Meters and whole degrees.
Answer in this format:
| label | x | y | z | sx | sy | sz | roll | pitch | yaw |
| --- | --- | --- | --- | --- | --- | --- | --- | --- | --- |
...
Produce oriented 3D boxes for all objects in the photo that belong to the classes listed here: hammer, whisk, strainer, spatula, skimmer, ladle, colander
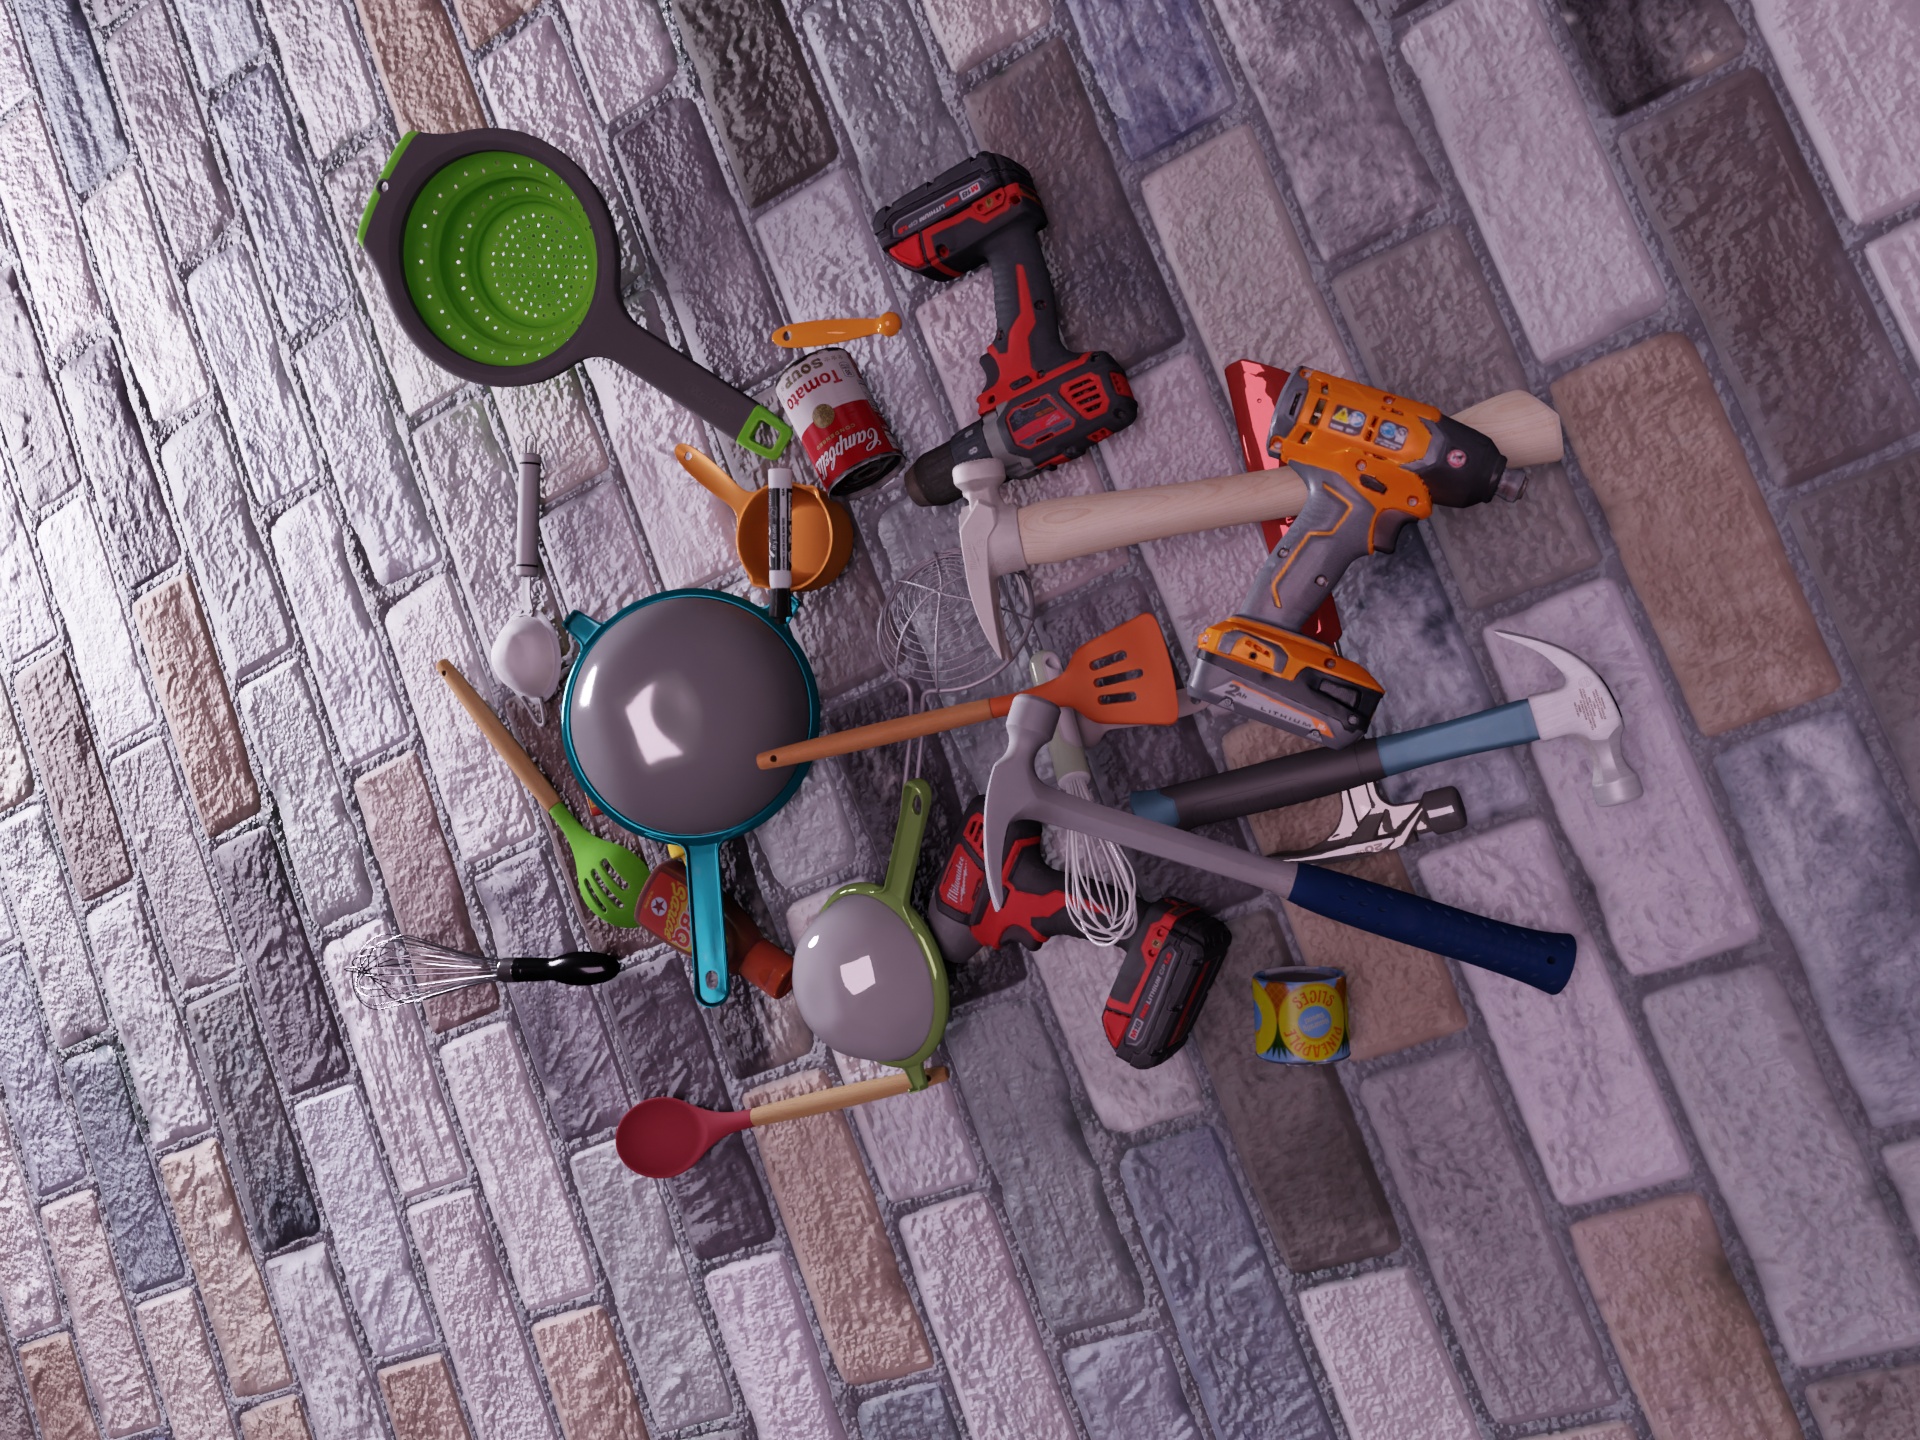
| label | x | y | z | sx | sy | sz | roll | pitch | yaw |
| --- | --- | --- | --- | --- | --- | --- | --- | --- | --- |
| hammer | 0.209 | 0.110 | 1.063 | 0.405 | 0.035 | 0.144 | 17 | 80 | 0 |
| whisk | -0.431 | 0.225 | 1.427 | 0.284 | 0.070 | 0.070 | -4 | 91 | 20 |
| hammer | 0.199 | -0.144 | 1.096 | 0.410 | 0.038 | 0.146 | -9 | 89 | 18 |
| strainer | -0.384 | -0.124 | 1.398 | 0.087 | 0.050 | 0.258 | 1 | 89 | 38 |
| hammer | 0.238 | -0.078 | 1.126 | 0.149 | 0.036 | 0.359 | -16 | 86 | 24 |
| spatula | -0.002 | -0.004 | 1.162 | 0.322 | 0.041 | 0.081 | -13 | 91 | 13 |
| skimmer | -0.021 | 0.046 | 1.250 | 0.127 | 0.090 | 0.363 | 17 | 109 | 28 |
| hammer | 0.273 | 0.030 | 1.080 | 0.331 | 0.033 | 0.128 | -16 | 87 | 24 |
| strainer | -0.072 | 0.160 | 1.206 | 0.152 | 0.069 | 0.256 | 34 | 124 | 34 |
| ladle | -0.150 | 0.324 | 1.321 | 0.315 | 0.031 | 0.069 | -18 | 88 | 22 |
| whisk | 0.084 | 0.050 | 1.150 | 0.059 | 0.057 | 0.247 | -47 | 44 | 42 |
| colander | -0.304 | -0.340 | 1.336 | 0.397 | 0.094 | 0.204 | 33 | 105 | 0 |
| strainer | -0.213 | 0.056 | 1.250 | 0.211 | 0.095 | 0.340 | -5 | 83 | -1 |

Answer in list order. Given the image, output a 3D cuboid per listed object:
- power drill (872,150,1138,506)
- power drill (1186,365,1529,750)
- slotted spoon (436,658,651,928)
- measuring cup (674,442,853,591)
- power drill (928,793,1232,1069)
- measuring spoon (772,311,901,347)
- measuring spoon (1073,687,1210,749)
| label | x | y | z | sx | sy | sz | roll | pitch | yaw |
| --- | --- | --- | --- | --- | --- | --- | --- | --- | --- |
| power drill | 0.012 | -0.285 | 1.197 | 0.188 | 0.080 | 0.227 | -23 | 86 | 23 |
| power drill | 0.253 | -0.098 | 1.023 | 0.164 | 0.084 | 0.226 | 21 | 95 | 15 |
| slotted spoon | -0.374 | 0.060 | 1.408 | 0.070 | 0.031 | 0.314 | -47 | 73 | 19 |
| measuring cup | -0.160 | -0.172 | 1.290 | 0.174 | 0.052 | 0.095 | 40 | 107 | 19 |
| power drill | 0.076 | 0.162 | 1.189 | 0.220 | 0.078 | 0.143 | 27 | 102 | 23 |
| measuring spoon | -0.102 | -0.314 | 1.278 | 0.117 | 0.011 | 0.021 | 0 | 92 | 24 |
| measuring spoon | 0.130 | -0.005 | 1.186 | 0.124 | 0.018 | 0.034 | -15 | 86 | 24 |
